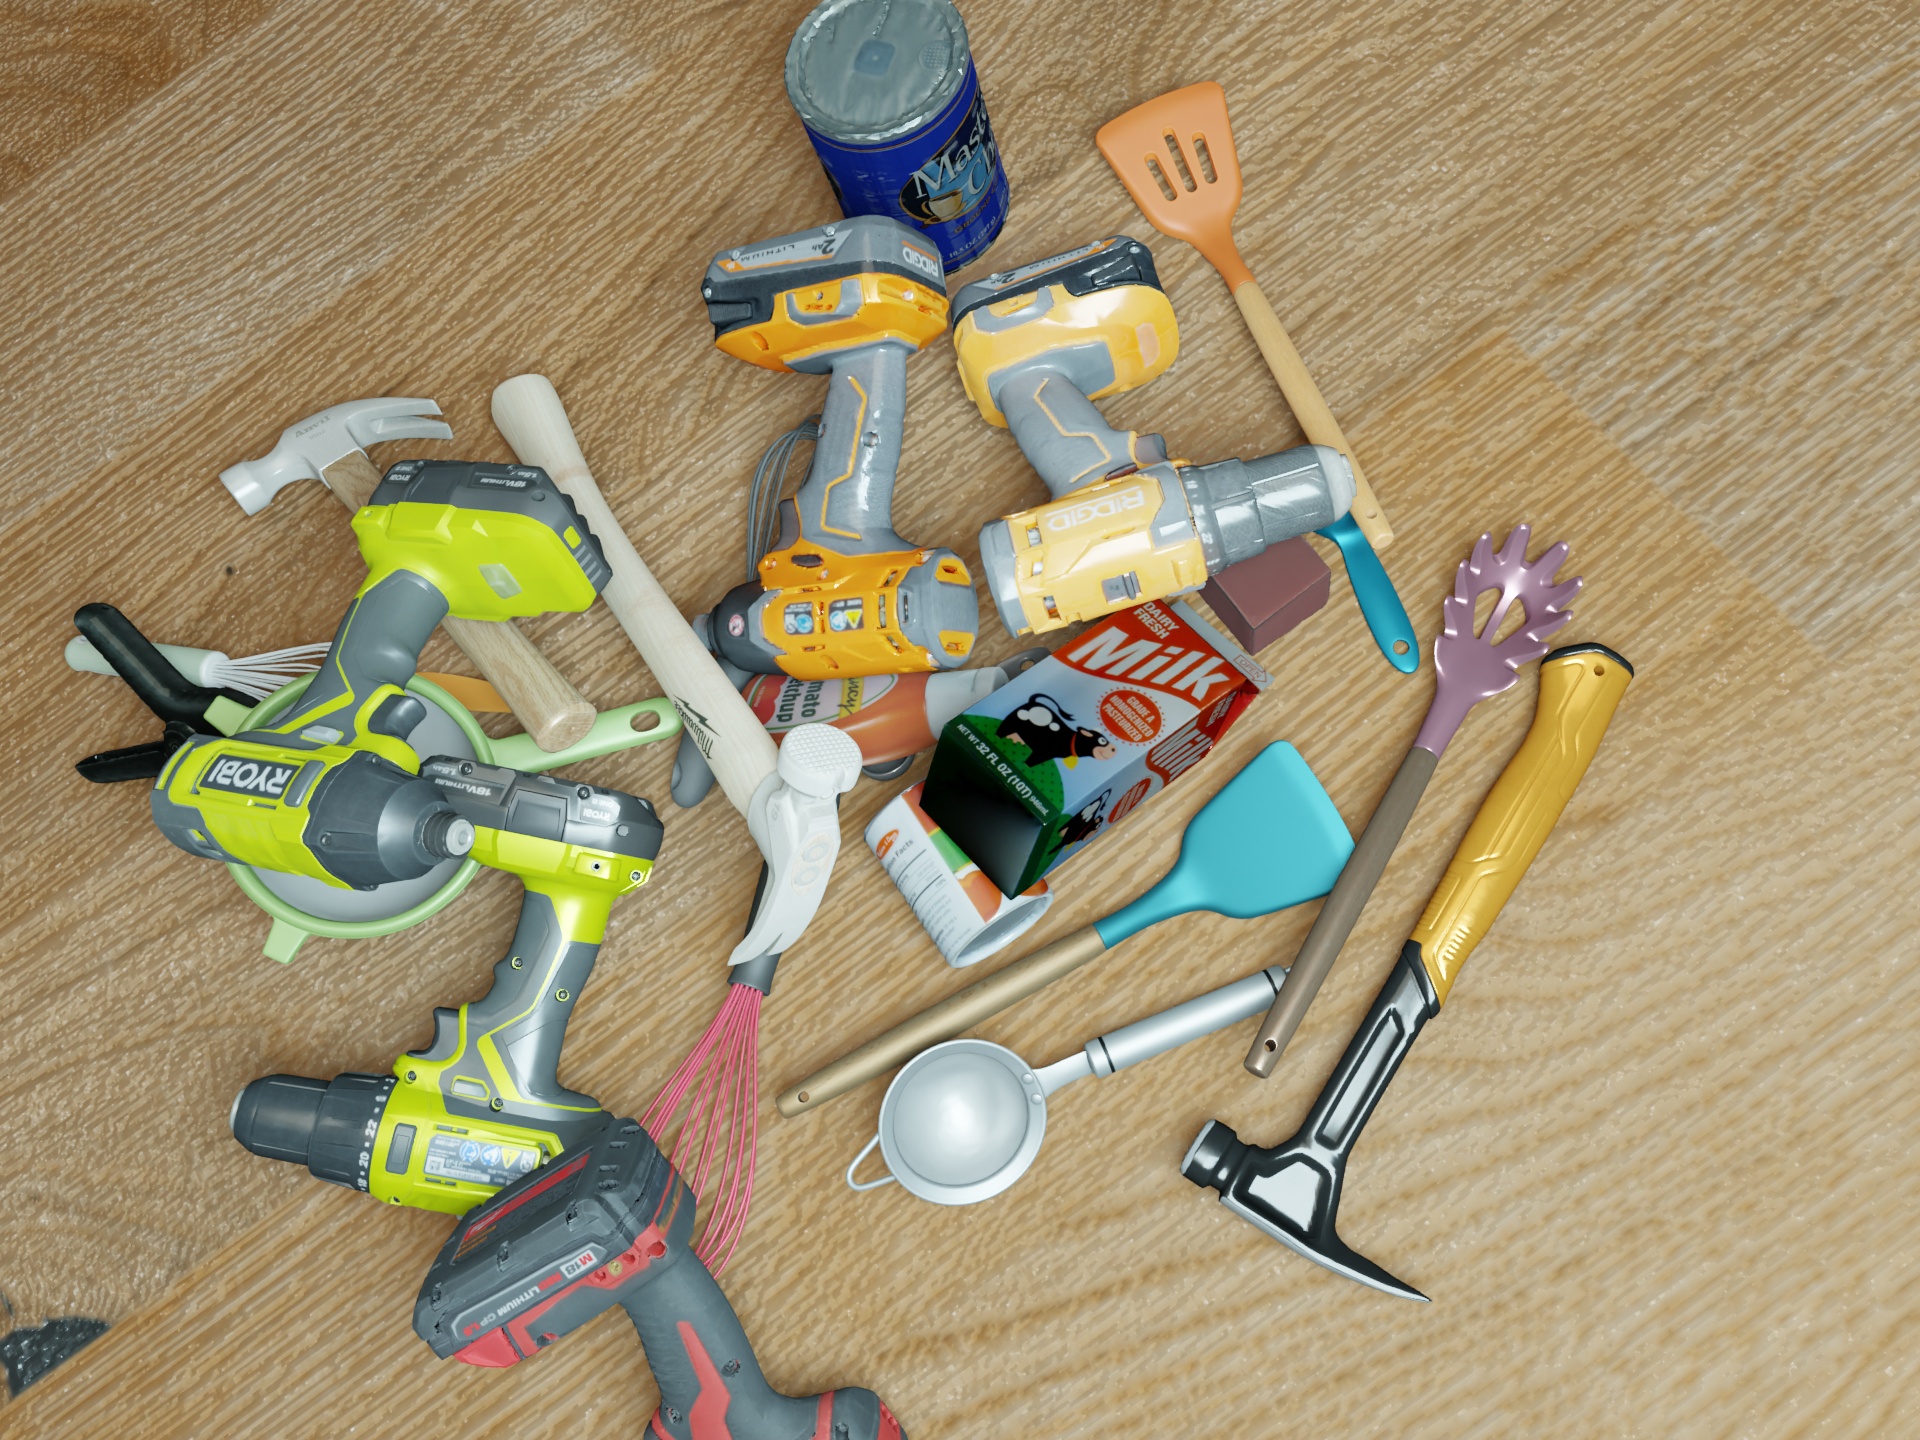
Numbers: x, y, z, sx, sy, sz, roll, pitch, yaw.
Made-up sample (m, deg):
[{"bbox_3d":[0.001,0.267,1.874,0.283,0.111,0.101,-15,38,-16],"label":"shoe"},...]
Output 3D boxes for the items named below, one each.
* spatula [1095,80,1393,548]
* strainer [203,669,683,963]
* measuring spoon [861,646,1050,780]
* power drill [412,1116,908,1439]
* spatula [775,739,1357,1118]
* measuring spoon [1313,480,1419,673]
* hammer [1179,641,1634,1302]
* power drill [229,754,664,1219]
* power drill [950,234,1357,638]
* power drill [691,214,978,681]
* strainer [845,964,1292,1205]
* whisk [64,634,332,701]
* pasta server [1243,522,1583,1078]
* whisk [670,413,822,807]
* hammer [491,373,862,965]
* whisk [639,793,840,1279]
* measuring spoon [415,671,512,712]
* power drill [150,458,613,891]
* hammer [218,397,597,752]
[{"bbox_3d":[0.167,-0.228,0.884,0.081,0.041,0.323,-22,61,4],"label":"spatula"},{"bbox_3d":[-0.284,0.033,0.908,0.256,0.069,0.151,-16,84,-12],"label":"strainer"},{"bbox_3d":[-0.001,-0.003,0.881,0.124,0.018,0.034,-32,48,-6],"label":"measuring spoon"},{"bbox_3d":[-0.154,0.322,0.742,0.188,0.080,0.226,-33,102,8],"label":"power drill"},{"bbox_3d":[0.047,0.120,0.806,0.317,0.044,0.082,-28,80,-4],"label":"spatula"},{"bbox_3d":[0.217,-0.084,0.853,0.042,0.021,0.129,-21,69,5],"label":"measuring spoon"},{"bbox_3d":[0.245,0.110,0.780,0.127,0.034,0.337,30,80,14],"label":"hammer"},{"bbox_3d":[-0.258,0.138,0.824,0.190,0.080,0.228,12,83,-5],"label":"power drill"},{"bbox_3d":[0.091,-0.156,0.836,0.185,0.084,0.226,-16,51,8],"label":"power drill"},{"bbox_3d":[-0.078,-0.134,0.840,0.164,0.084,0.226,-5,88,28],"label":"power drill"},{"bbox_3d":[0.062,0.173,0.799,0.258,0.050,0.087,-22,103,-2],"label":"strainer"},{"bbox_3d":[-0.444,-0.028,0.964,0.246,0.058,0.059,7,104,18],"label":"whisk"},{"bbox_3d":[0.219,0.036,0.784,0.060,0.040,0.316,29,71,13],"label":"pasta server"},{"bbox_3d":[-0.119,-0.064,0.907,0.055,0.055,0.239,17,82,16],"label":"whisk"},{"bbox_3d":[-0.177,-0.055,0.876,0.038,0.146,0.411,-9,46,-35],"label":"hammer"},{"bbox_3d":[-0.117,0.159,0.833,0.073,0.073,0.296,12,70,15],"label":"whisk"},{"bbox_3d":[-0.285,-0.014,0.946,0.117,0.011,0.021,8,78,18],"label":"measuring spoon"},{"bbox_3d":[-0.272,-0.022,0.788,0.171,0.080,0.223,6,56,24],"label":"power drill"},{"bbox_3d":[-0.305,-0.091,0.920,0.130,0.031,0.332,-37,57,-16],"label":"hammer"}]
